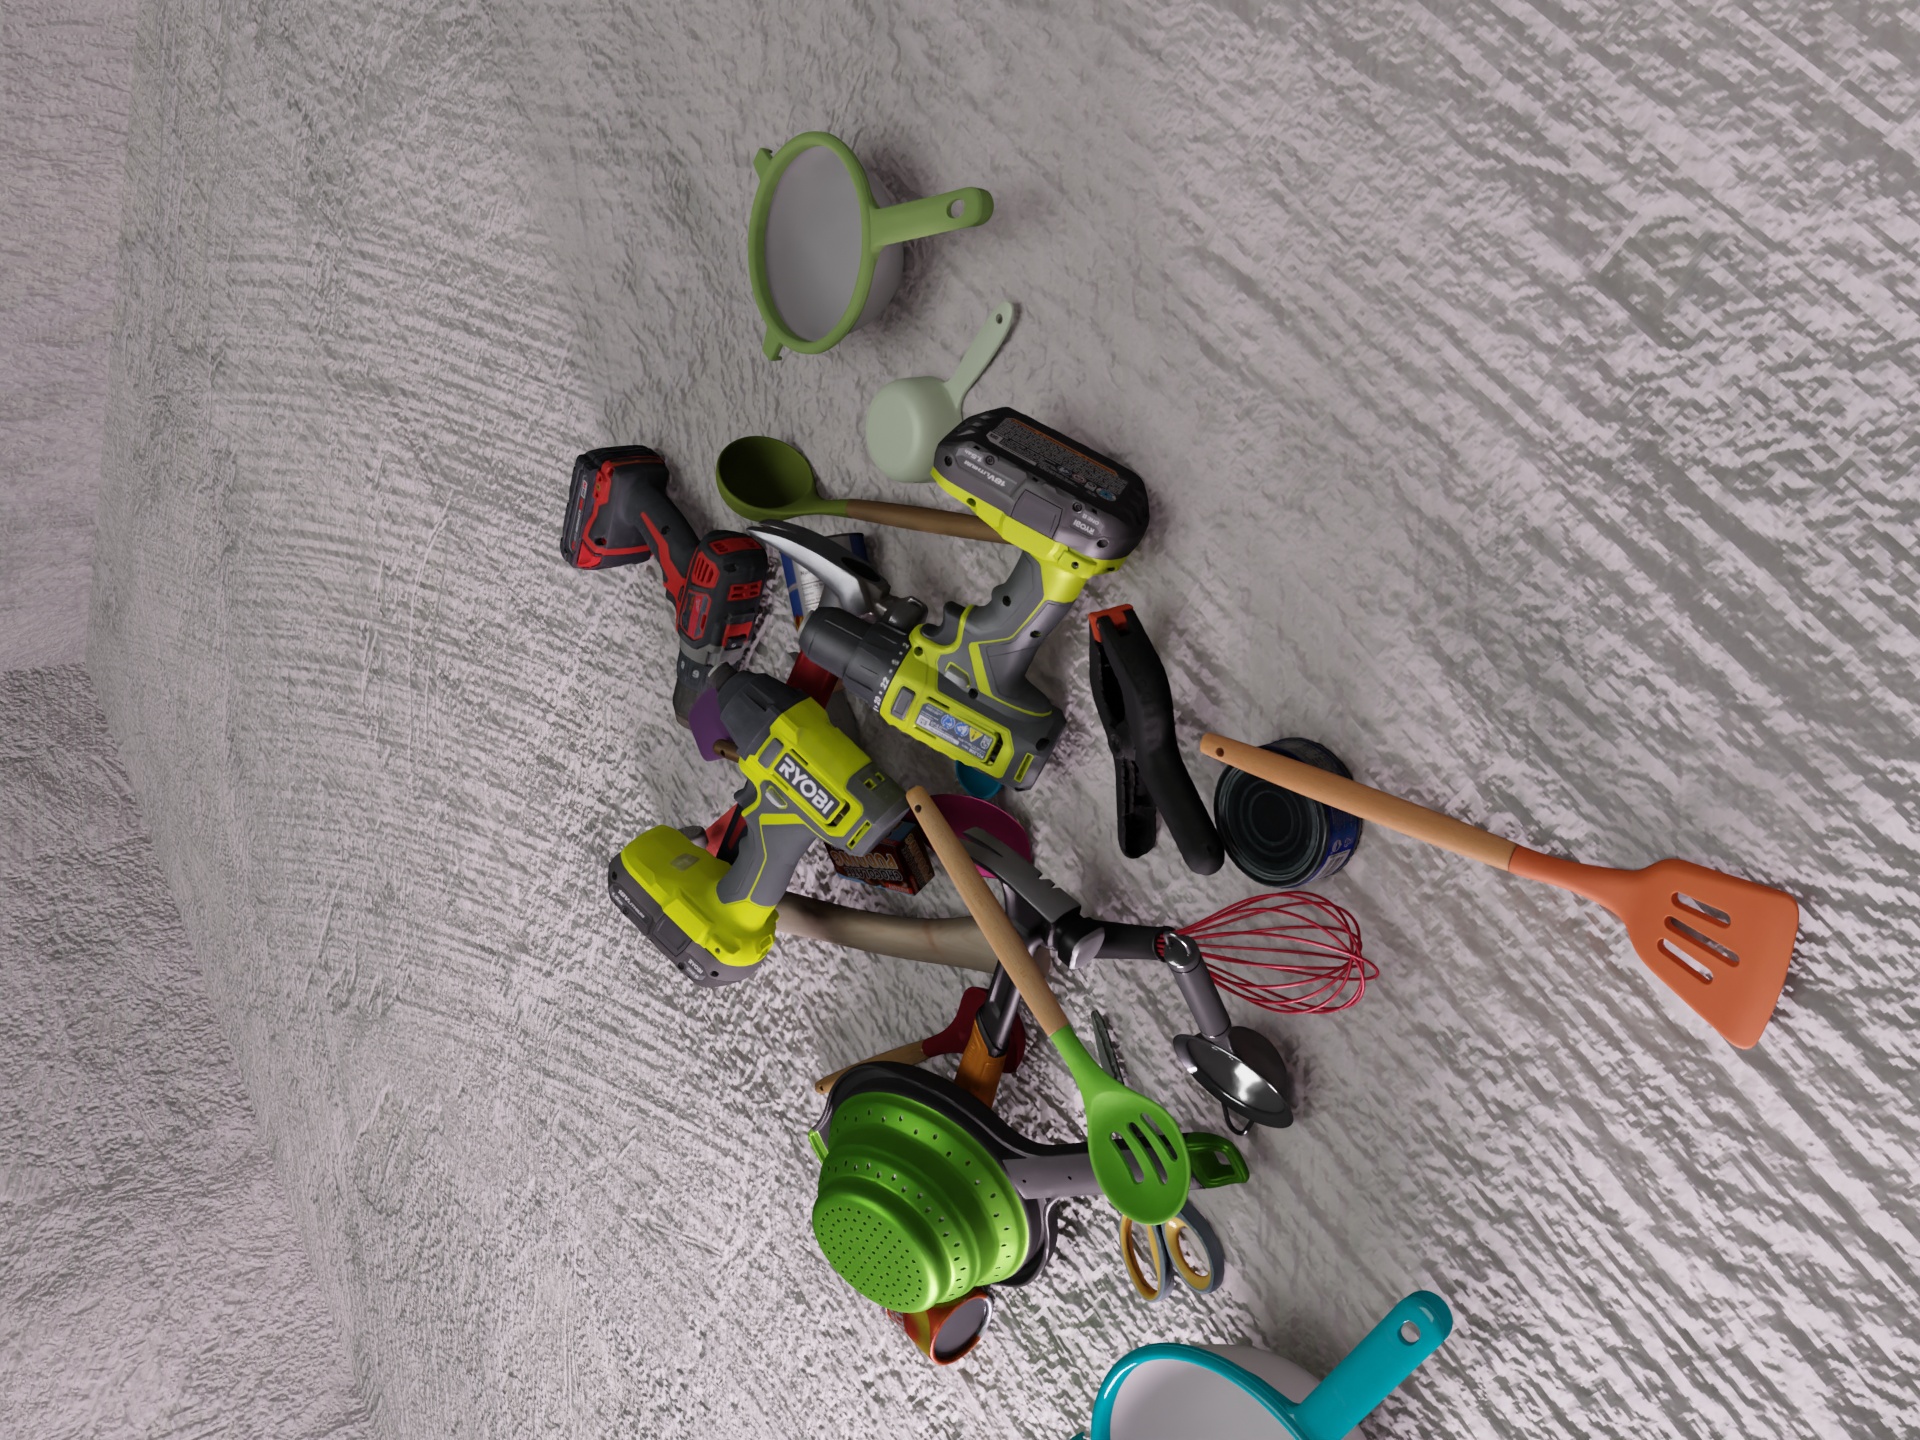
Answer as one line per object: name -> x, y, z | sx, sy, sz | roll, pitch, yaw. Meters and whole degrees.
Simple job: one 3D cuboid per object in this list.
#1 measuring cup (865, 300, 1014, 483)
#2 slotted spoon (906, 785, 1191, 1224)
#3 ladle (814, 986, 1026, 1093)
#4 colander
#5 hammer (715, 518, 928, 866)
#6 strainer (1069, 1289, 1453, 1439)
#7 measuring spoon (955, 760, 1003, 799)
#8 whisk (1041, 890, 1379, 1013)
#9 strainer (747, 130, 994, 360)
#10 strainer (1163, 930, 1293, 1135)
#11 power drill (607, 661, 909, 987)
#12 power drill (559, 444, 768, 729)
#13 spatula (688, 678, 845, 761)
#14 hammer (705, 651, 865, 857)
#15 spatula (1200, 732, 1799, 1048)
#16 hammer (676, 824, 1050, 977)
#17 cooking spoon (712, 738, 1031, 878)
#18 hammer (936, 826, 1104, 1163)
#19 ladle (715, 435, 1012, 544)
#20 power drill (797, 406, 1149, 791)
measuring cup -> -0.016, -0.230, 1.102 | 0.167, 0.038, 0.083 | -48, 62, 47
slotted spoon -> 0.051, 0.174, 1.014 | 0.070, 0.031, 0.314 | -39, 75, 27
ladle -> -0.038, 0.266, 1.261 | 0.315, 0.031, 0.069 | -32, 80, 51
colander -> 0.018, 0.336, 1.094 | 0.397, 0.094, 0.204 | -19, 105, 42
hammer -> -0.157, 0.033, 1.221 | 0.143, 0.038, 0.386 | 33, 121, 11
strainer -> 0.211, 0.425, 0.951 | 0.211, 0.095, 0.340 | 48, 130, 28
measuring spoon -> -0.002, -0.004, 1.146 | 0.042, 0.021, 0.129 | -36, 78, 41
whisk -> 0.142, 0.140, 0.994 | 0.296, 0.073, 0.073 | -7, 94, 56
strainer -> -0.050, -0.334, 1.096 | 0.256, 0.069, 0.151 | 7, 102, 48
strainer -> 0.152, 0.178, 0.925 | 0.087, 0.050, 0.258 | 26, 160, 33
power drill -> -0.160, 0.077, 1.175 | 0.171, 0.080, 0.223 | 43, 119, 6
power drill -> -0.260, -0.118, 1.396 | 0.227, 0.080, 0.187 | 43, 129, 31
spatula -> -0.115, -0.027, 1.241 | 0.316, 0.018, 0.060 | -18, 92, 41
hammer -> -0.190, 0.079, 1.389 | 0.359, 0.036, 0.149 | -37, 70, 47
spatula -> 0.260, 0.064, 0.823 | 0.323, 0.041, 0.081 | 22, 116, 34
hammer -> -0.090, 0.172, 1.268 | 0.411, 0.038, 0.146 | 3, 114, 44
cooking spoon -> -0.075, 0.057, 1.218 | 0.319, 0.017, 0.068 | 16, 126, 35
hammer -> 0.012, 0.232, 1.134 | 0.127, 0.034, 0.336 | 38, 133, 30
ladle -> -0.064, -0.164, 1.167 | 0.320, 0.078, 0.062 | 15, 131, 42
power drill -> 0.005, -0.081, 1.035 | 0.190, 0.080, 0.228 | 29, 124, 5
